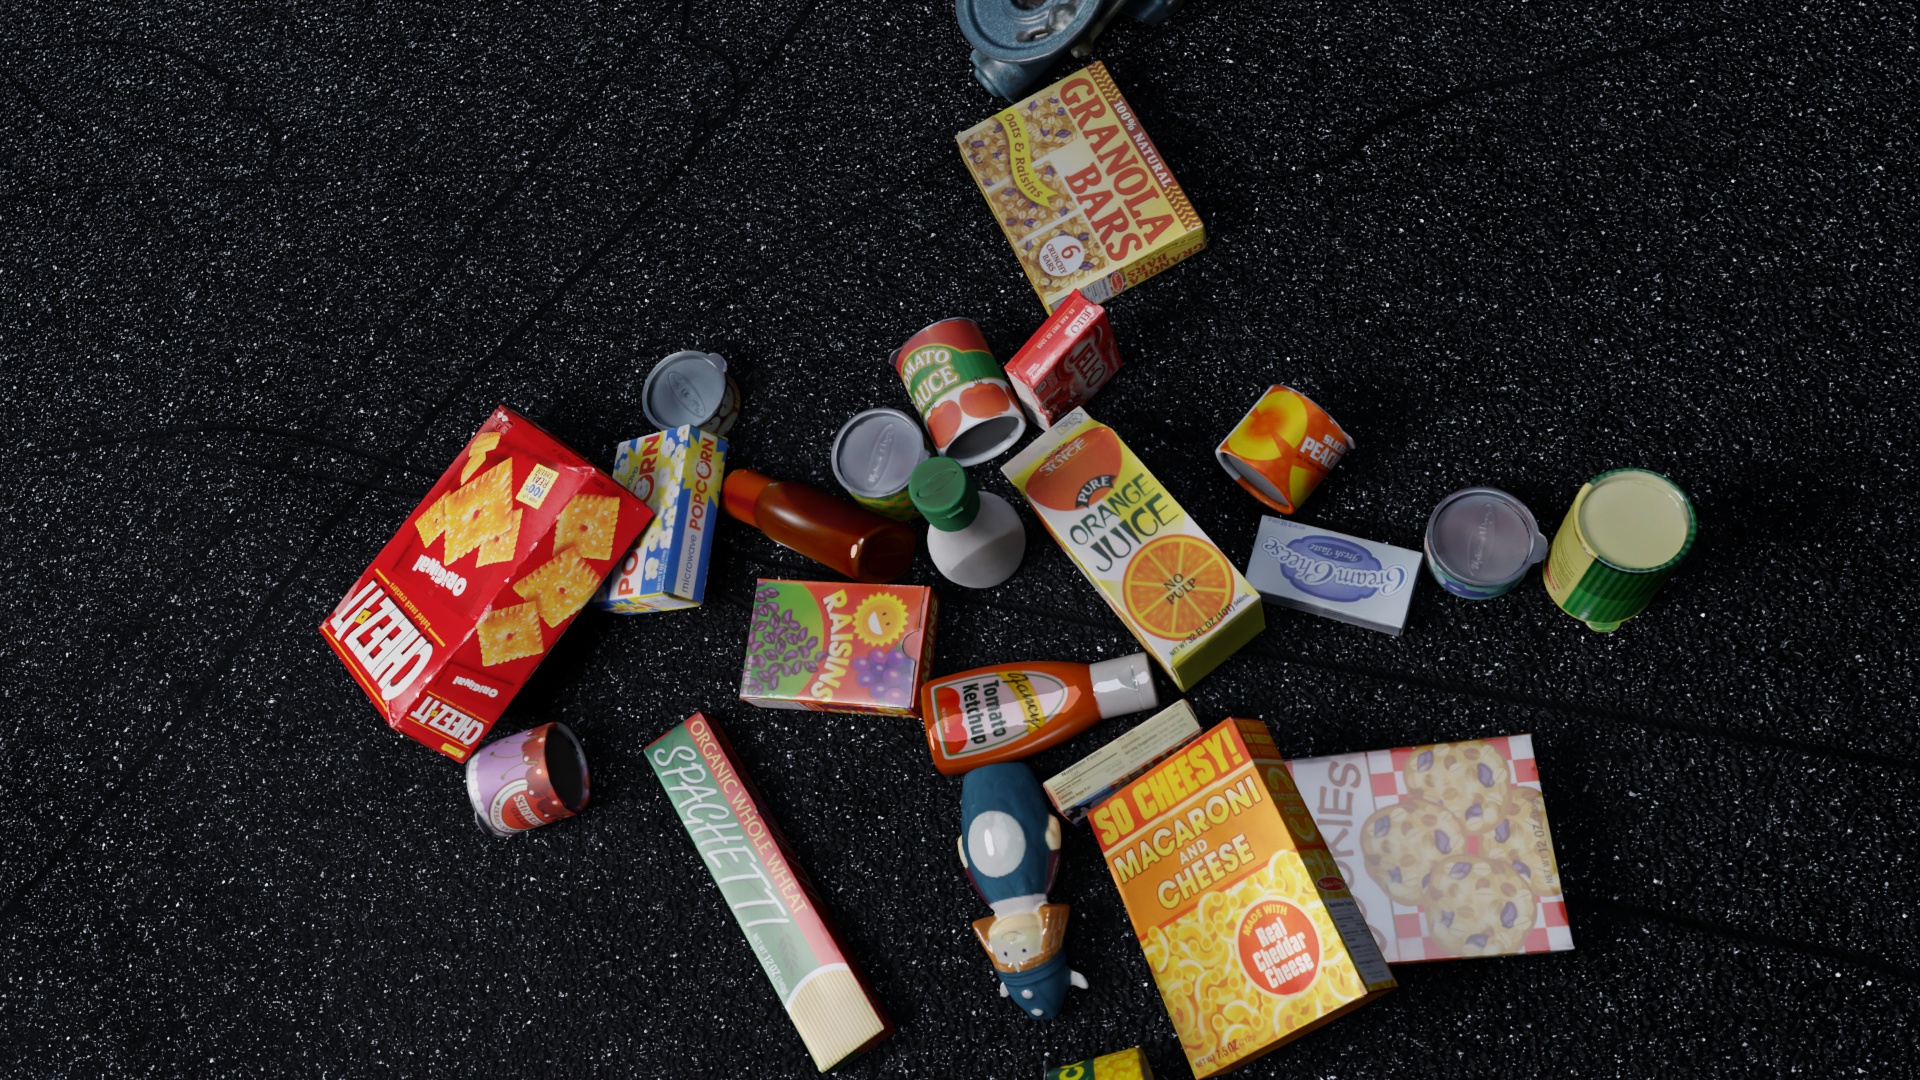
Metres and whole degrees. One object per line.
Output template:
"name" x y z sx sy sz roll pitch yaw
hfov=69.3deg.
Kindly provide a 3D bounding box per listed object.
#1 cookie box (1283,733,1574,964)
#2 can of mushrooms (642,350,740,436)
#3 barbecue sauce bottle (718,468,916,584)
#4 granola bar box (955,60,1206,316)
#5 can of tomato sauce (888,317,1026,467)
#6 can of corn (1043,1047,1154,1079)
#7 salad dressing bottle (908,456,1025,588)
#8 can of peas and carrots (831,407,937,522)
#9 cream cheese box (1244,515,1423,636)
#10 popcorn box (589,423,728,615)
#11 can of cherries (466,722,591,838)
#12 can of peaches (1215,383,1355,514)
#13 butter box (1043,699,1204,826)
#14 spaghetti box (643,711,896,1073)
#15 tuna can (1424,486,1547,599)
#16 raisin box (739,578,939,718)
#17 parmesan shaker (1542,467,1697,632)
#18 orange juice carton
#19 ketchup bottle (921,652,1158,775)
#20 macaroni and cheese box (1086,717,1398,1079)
"cookie box" 0.260 0.186 0.822 0.167 0.040 0.123 -8 70 11
"can of mushrooms" -0.198 -0.107 1.038 0.071 0.033 0.071 -4 70 13
"barbecue sauce bottle" -0.104 -0.013 0.962 0.149 0.065 0.043 22 107 34
"granola bar box" 0.087 -0.255 1.017 0.124 0.039 0.166 -27 67 4
"can of tomato sauce" -0.001 -0.102 0.969 0.071 0.071 0.083 -27 68 4
"can of corn" 0.085 0.330 0.801 0.058 0.071 0.071 -17 69 7
"salad dressing bottle" 0.003 -0.011 0.894 0.064 0.147 0.044 -32 67 1
"can of peas and carrots" -0.048 -0.051 0.968 0.071 0.058 0.071 -4 71 12
"cream cheese box" 0.238 0.022 0.893 0.104 0.024 0.053 14 77 18
"popcorn box" -0.215 -0.013 0.990 0.085 0.038 0.127 -9 67 40
"can of cherries" -0.294 0.165 0.948 0.058 0.071 0.071 -18 69 6
"can of peaches" 0.211 -0.058 0.903 0.071 0.071 0.058 40 85 22
"butter box" 0.105 0.140 0.869 0.103 0.053 0.024 -31 65 1
"spaghetti box" -0.129 0.224 0.909 0.050 0.028 0.251 -35 67 -1
"tuna can" 0.329 0.003 0.873 0.071 0.032 0.071 -4 71 12
"raisin box" -0.081 0.073 0.944 0.123 0.040 0.086 2 71 14
"parmesan shaker" 0.387 0.007 0.819 0.071 0.103 0.071 -4 71 12
"orange juice carton" 0.108 -0.002 0.906 0.072 0.073 0.193 -38 67 -1
"ketchup bottle" 0.052 0.106 0.899 0.149 0.043 0.065 -14 69 8
"macaroni and cheese box" 0.157 0.206 0.805 0.123 0.040 0.167 -41 56 30
